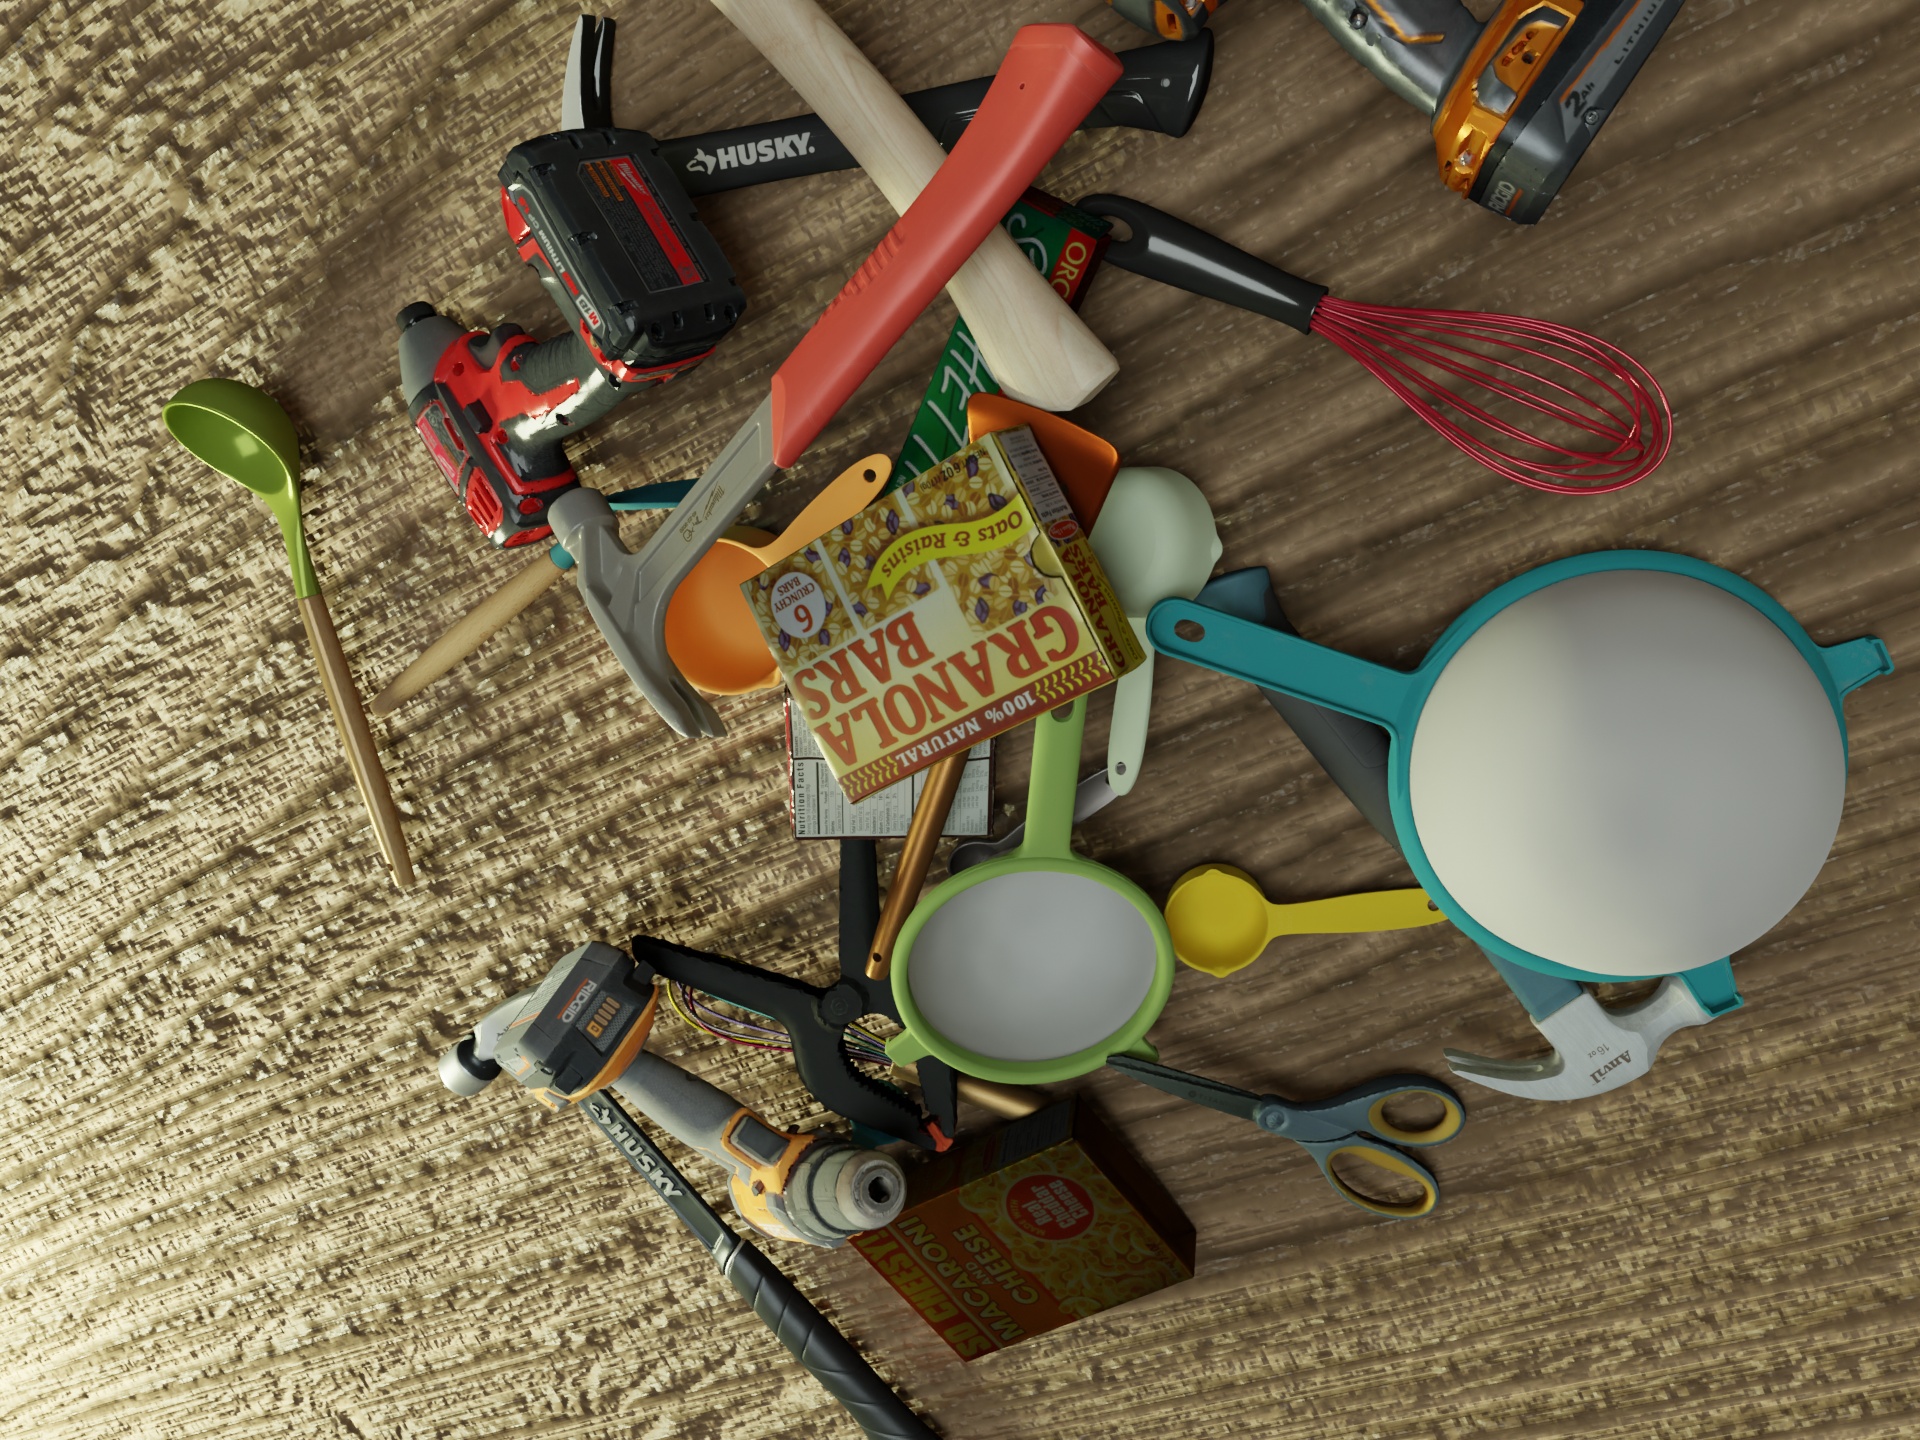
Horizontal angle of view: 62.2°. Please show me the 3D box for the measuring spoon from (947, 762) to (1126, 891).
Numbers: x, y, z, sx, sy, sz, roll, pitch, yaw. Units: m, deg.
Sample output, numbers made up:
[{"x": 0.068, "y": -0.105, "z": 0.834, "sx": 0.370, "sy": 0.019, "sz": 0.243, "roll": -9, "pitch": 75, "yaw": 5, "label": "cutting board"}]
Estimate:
[{"x": 0.045, "y": 0.055, "z": 0.880, "sx": 0.124, "sy": 0.018, "sz": 0.034, "roll": -34, "pitch": 113, "yaw": 17, "label": "measuring spoon"}]

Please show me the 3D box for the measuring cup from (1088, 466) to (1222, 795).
[{"x": 0.080, "y": -0.044, "z": 0.793, "sx": 0.083, "sy": 0.038, "sz": 0.167, "roll": 11, "pitch": 99, "yaw": 39, "label": "measuring cup"}]

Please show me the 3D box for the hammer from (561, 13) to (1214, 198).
[{"x": -0.043, "y": -0.292, "z": 0.775, "sx": 0.335, "sy": 0.035, "sz": 0.146, "roll": -4, "pitch": 108, "yaw": 18, "label": "hammer"}]

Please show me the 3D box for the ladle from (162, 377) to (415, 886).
[{"x": -0.390, "y": -0.045, "z": 0.947, "sx": 0.078, "sy": 0.062, "sz": 0.320, "roll": -2, "pitch": 108, "yaw": 40, "label": "ladle"}]

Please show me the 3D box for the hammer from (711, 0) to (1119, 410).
[{"x": -0.064, "y": -0.313, "z": 0.724, "sx": 0.146, "sy": 0.038, "sz": 0.410, "roll": -40, "pitch": 90, "yaw": 30, "label": "hammer"}]

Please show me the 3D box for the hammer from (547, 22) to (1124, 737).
[{"x": -0.055, "y": -0.155, "z": 0.720, "sx": 0.359, "sy": 0.036, "sz": 0.149, "roll": -44, "pitch": 69, "yaw": 26, "label": "hammer"}]

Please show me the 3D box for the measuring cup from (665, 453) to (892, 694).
[{"x": -0.092, "y": -0.087, "z": 0.852, "sx": 0.173, "sy": 0.052, "sz": 0.095, "roll": -40, "pitch": 93, "yaw": 23, "label": "measuring cup"}]

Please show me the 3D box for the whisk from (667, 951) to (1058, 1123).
[{"x": -0.060, "y": 0.194, "z": 0.944, "sx": 0.245, "sy": 0.051, "sz": 0.047, "roll": 20, "pitch": 78, "yaw": 5, "label": "whisk"}]

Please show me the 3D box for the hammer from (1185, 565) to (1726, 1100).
[{"x": 0.231, "y": 0.054, "z": 0.803, "sx": 0.128, "sy": 0.033, "sz": 0.331, "roll": -39, "pitch": 92, "yaw": 12, "label": "hammer"}]

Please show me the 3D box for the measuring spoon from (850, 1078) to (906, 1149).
[{"x": -0.060, "y": 0.266, "z": 0.985, "sx": 0.042, "sy": 0.021, "sz": 0.128, "roll": 31, "pitch": 124, "yaw": 13, "label": "measuring spoon"}]

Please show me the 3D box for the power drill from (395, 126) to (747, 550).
[{"x": -0.216, "y": -0.194, "z": 0.812, "sx": 0.219, "sy": 0.078, "sz": 0.143, "roll": -32, "pitch": 88, "yaw": 45, "label": "power drill"}]

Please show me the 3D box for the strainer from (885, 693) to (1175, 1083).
[{"x": 0.040, "y": 0.073, "z": 0.841, "sx": 0.151, "sy": 0.069, "sz": 0.256, "roll": 2, "pitch": 117, "yaw": -4, "label": "strainer"}]

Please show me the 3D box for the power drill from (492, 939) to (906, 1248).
[{"x": -0.140, "y": 0.219, "z": 0.895, "sx": 0.226, "sy": 0.084, "sz": 0.185, "roll": 39, "pitch": 154, "yaw": -11, "label": "power drill"}]

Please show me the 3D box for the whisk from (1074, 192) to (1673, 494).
[{"x": 0.182, "y": -0.181, "z": 0.735, "sx": 0.296, "sy": 0.073, "sz": 0.073, "roll": 27, "pitch": 114, "yaw": 14, "label": "whisk"}]

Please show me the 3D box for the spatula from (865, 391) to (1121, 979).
[{"x": -0.001, "y": -0.003, "z": 0.798, "sx": 0.081, "sy": 0.041, "sz": 0.322, "roll": 26, "pitch": 112, "yaw": 18, "label": "spatula"}]

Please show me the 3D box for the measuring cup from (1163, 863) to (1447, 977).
[{"x": 0.186, "y": 0.100, "z": 0.849, "sx": 0.156, "sy": 0.029, "sz": 0.062, "roll": -5, "pitch": 104, "yaw": 6, "label": "measuring cup"}]

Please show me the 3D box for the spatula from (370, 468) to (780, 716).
[{"x": -0.237, "y": -0.070, "z": 0.902, "sx": 0.317, "sy": 0.082, "sz": 0.044, "roll": -31, "pitch": 96, "yaw": 30, "label": "spatula"}]

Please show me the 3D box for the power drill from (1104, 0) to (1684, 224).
[{"x": 0.185, "y": -0.329, "z": 0.663, "sx": 0.226, "sy": 0.084, "sz": 0.164, "roll": 34, "pitch": 97, "yaw": 8, "label": "power drill"}]

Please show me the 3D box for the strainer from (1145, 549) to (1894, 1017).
[{"x": 0.248, "y": 0.011, "z": 0.722, "sx": 0.340, "sy": 0.095, "sz": 0.211, "roll": 18, "pitch": 102, "yaw": 1, "label": "strainer"}]

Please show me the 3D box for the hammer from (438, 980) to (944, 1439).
[{"x": -0.153, "y": 0.328, "z": 1.022, "sx": 0.149, "sy": 0.036, "sz": 0.409, "roll": -40, "pitch": 94, "yaw": 23, "label": "hammer"}]
